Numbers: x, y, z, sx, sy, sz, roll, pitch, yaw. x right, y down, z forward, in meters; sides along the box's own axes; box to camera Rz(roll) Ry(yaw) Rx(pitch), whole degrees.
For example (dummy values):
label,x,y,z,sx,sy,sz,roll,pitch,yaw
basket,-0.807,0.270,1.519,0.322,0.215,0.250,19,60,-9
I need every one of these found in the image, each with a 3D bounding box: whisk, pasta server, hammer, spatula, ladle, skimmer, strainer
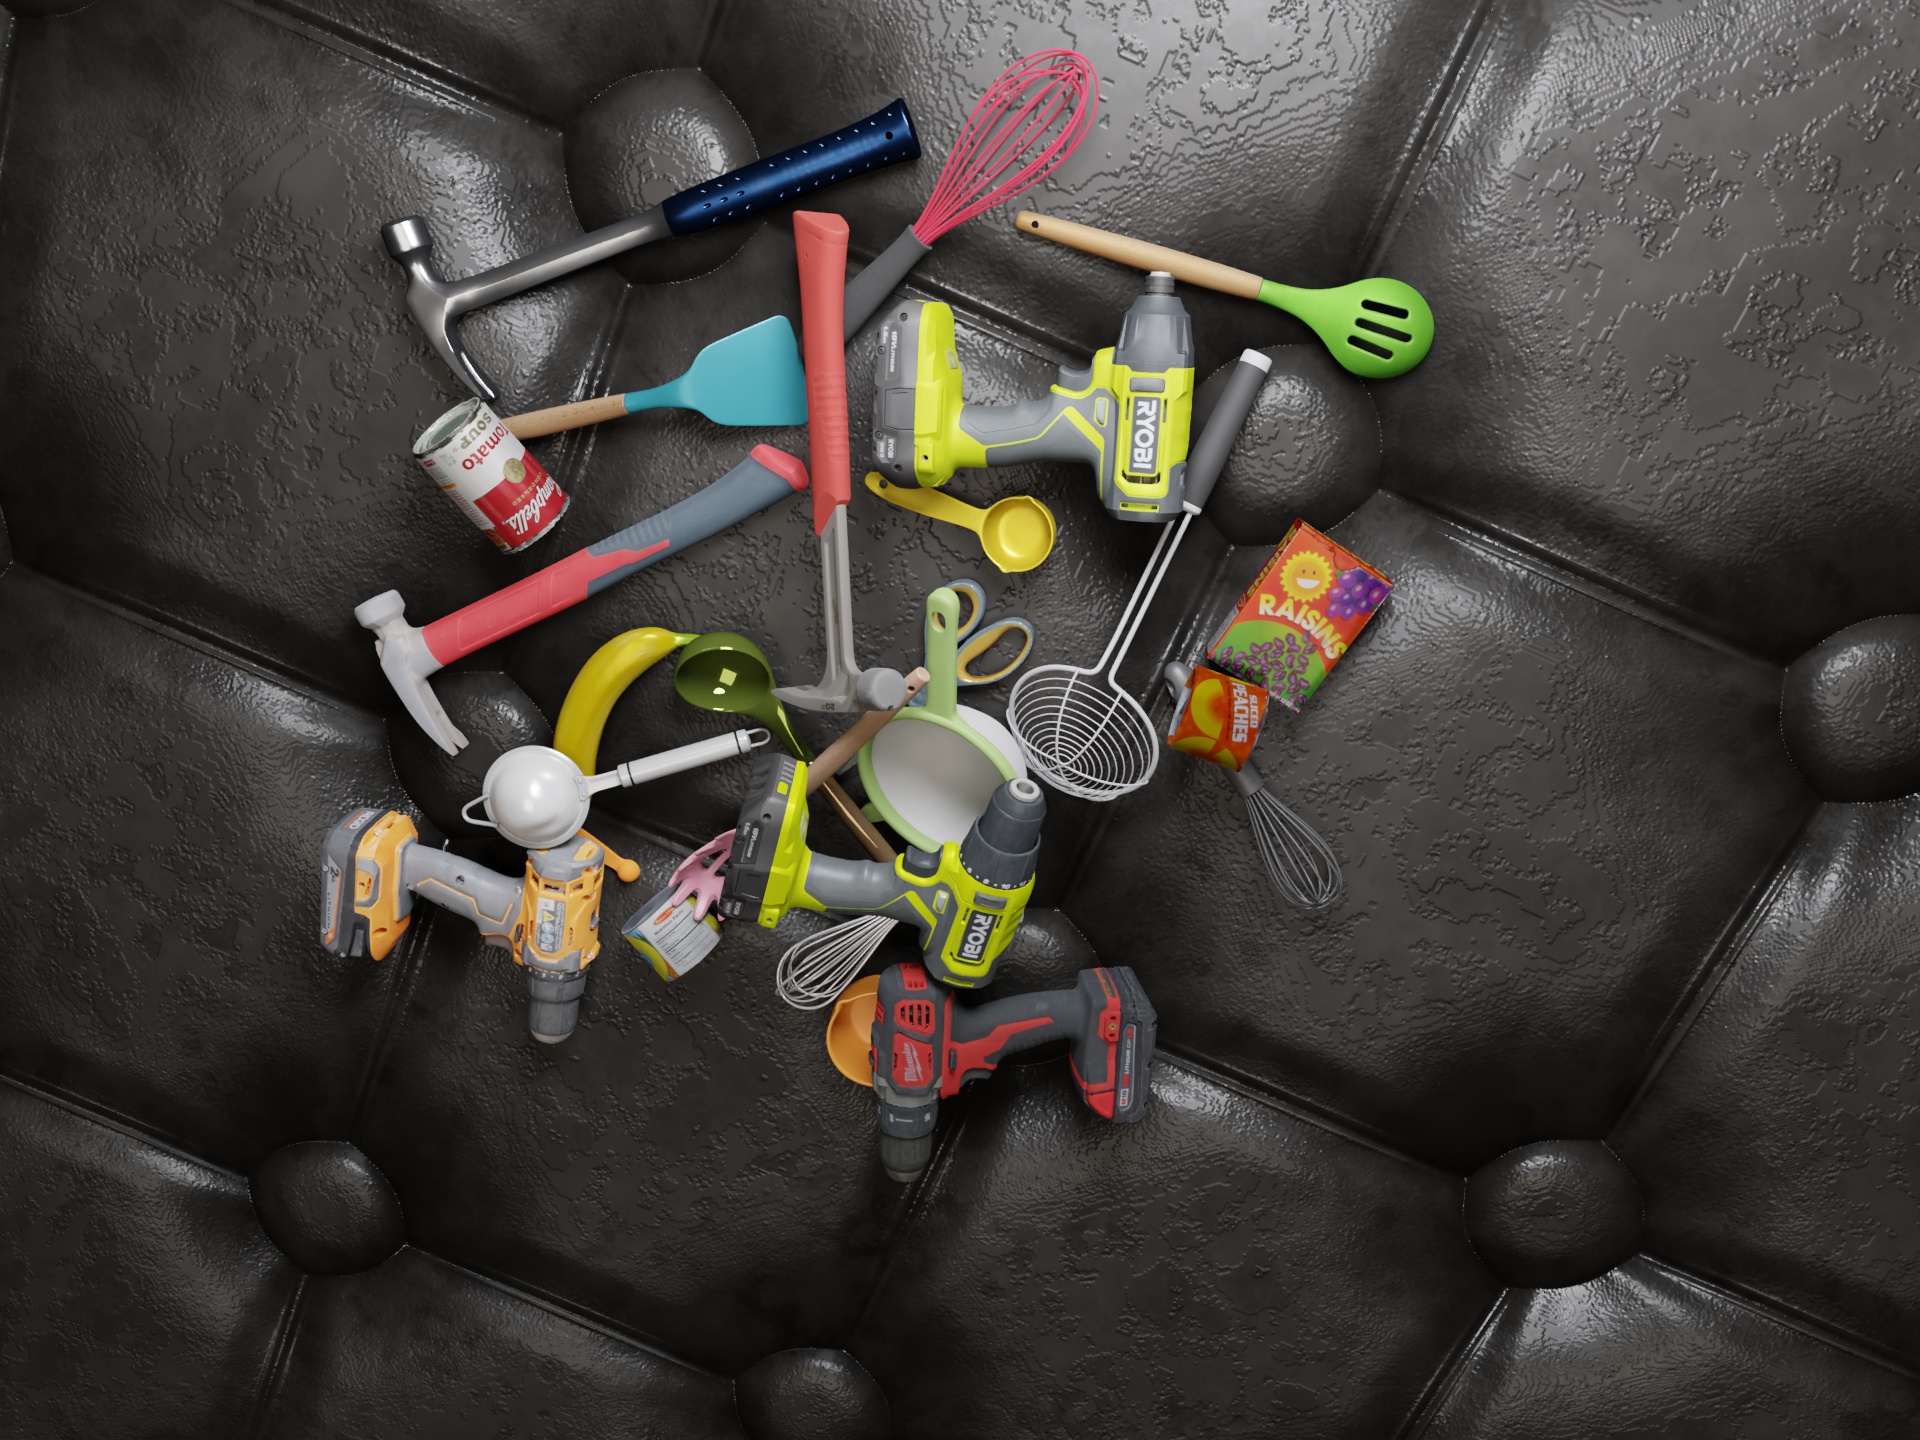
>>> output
label,x,y,z,sx,sy,sz,roll,pitch,yaw
whisk,0.229,0.054,1.253,0.055,0.055,0.239,-32,98,15
pasta server,-0.126,0.058,1.235,0.060,0.040,0.316,36,125,-17
hammer,-0.288,-0.105,1.265,0.386,0.038,0.143,-23,105,13
spatula,-0.276,-0.239,1.229,0.317,0.044,0.082,-9,107,14
whisk,-0.016,-0.362,1.142,0.296,0.073,0.073,-40,100,23
ladle,-0.110,0.060,1.269,0.078,0.062,0.320,-36,94,32
whisk,-0.057,0.161,1.322,0.246,0.059,0.058,-37,73,12
hammer,-0.100,-0.185,1.165,0.036,0.149,0.359,-7,98,-35
skimmer,0.148,-0.107,1.217,0.127,0.090,0.363,27,99,12
strainer,-0.002,-0.004,1.221,0.151,0.069,0.256,19,132,22
hammer,-0.223,-0.361,1.175,0.405,0.035,0.144,-16,105,11
strainer,-0.279,0.046,1.287,0.258,0.050,0.087,-16,104,-6

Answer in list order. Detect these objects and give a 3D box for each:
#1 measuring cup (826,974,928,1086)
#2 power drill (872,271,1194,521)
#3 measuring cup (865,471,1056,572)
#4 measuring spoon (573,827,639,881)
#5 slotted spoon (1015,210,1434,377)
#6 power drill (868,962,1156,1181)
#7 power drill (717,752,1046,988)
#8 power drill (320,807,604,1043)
label,x,y,z,sx,sy,sz,roll,pitch,yaw
measuring cup,-0.038,0.231,1.340,0.173,0.052,0.095,-43,101,10
power drill,0.055,-0.237,1.145,0.223,0.080,0.171,6,105,12
measuring cup,0.001,-0.162,1.225,0.156,0.029,0.062,22,109,12
measuring spoon,-0.324,0.103,1.350,0.117,0.011,0.021,33,109,-5
slotted spoon,0.190,-0.316,1.147,0.314,0.031,0.070,17,109,2
power drill,0.037,0.288,1.303,0.226,0.080,0.187,0,109,-9
power drill,-0.055,0.102,1.197,0.228,0.080,0.190,14,127,-6
power drill,-0.418,0.175,1.348,0.226,0.084,0.185,10,110,2
